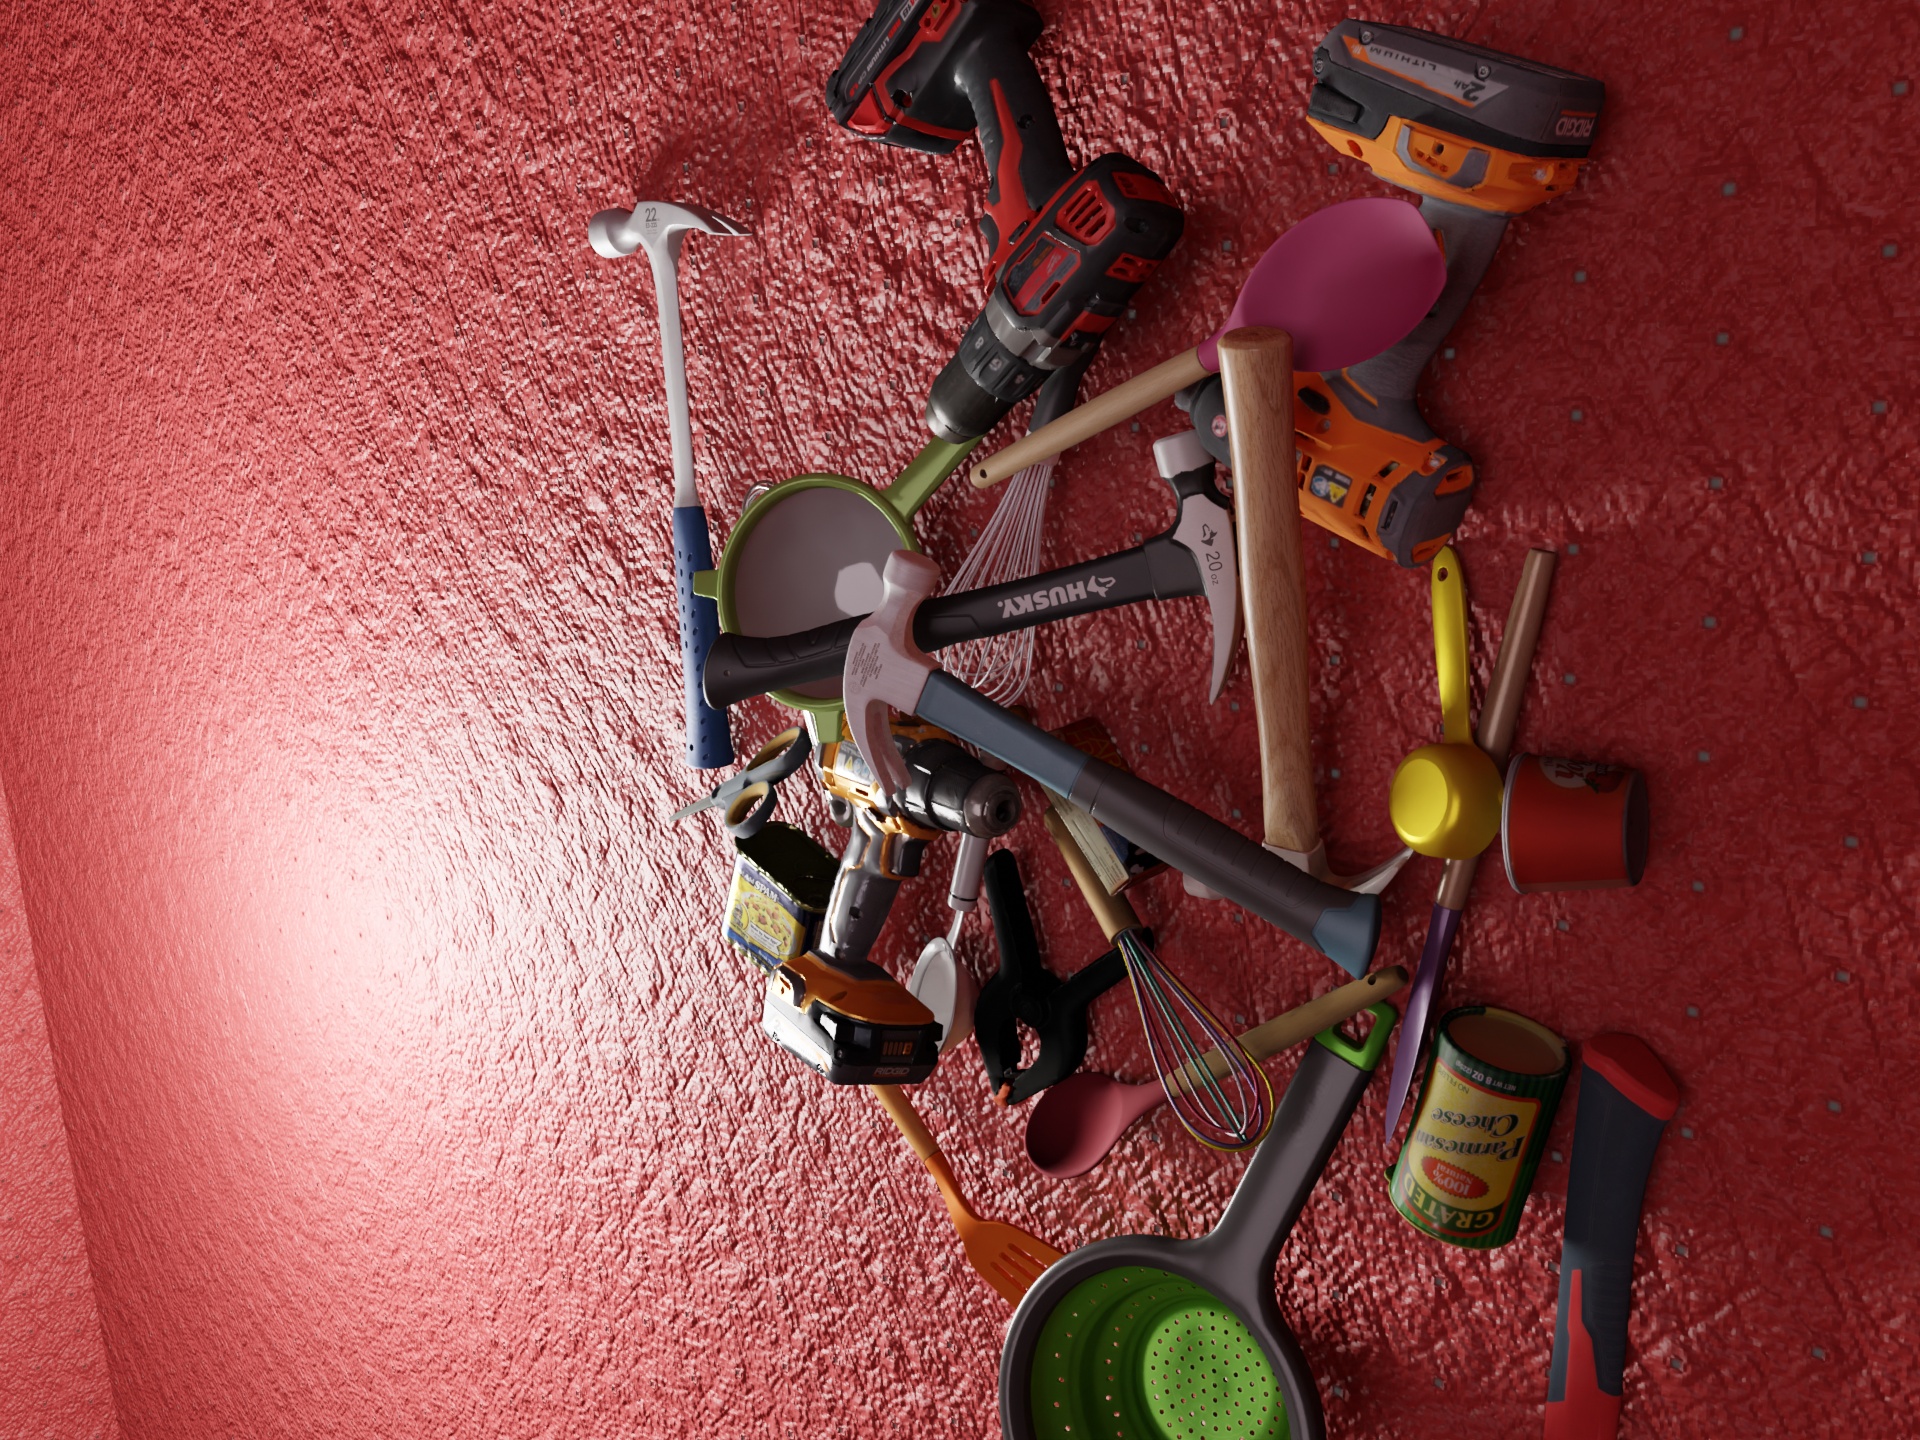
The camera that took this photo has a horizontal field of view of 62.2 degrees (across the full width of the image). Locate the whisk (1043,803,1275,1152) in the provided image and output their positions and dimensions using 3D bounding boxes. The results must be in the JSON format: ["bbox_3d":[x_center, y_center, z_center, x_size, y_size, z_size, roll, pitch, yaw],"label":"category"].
[{"bbox_3d":[0.109,0.140,0.913,0.047,0.051,0.245,-41,51,16],"label":"whisk"}]

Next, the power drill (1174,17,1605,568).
[{"bbox_3d":[0.191,-0.206,0.760,0.164,0.084,0.226,34,125,32],"label":"power drill"}]

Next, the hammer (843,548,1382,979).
[{"bbox_3d":[0.077,0.037,0.859,0.331,0.033,0.128,30,111,17],"label":"hammer"}]

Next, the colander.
[{"bbox_3d":[0.164,0.331,0.927,0.205,0.094,0.397,31,102,33],"label":"colander"}]

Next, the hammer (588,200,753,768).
[{"bbox_3d":[-0.194,-0.165,1.146,0.144,0.035,0.405,7,105,41],"label":"hammer"}]

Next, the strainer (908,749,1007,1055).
[{"bbox_3d":[0.002,0.125,1.040,0.087,0.050,0.258,-130,49,-64],"label":"strainer"}]

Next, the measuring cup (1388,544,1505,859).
[{"bbox_3d":[0.233,-0.010,0.779,0.062,0.029,0.156,-15,74,63],"label":"measuring cup"}]

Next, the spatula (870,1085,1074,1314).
[{"bbox_3d":[-0.027,0.285,1.121,0.323,0.041,0.081,51,130,25],"label":"spatula"}]

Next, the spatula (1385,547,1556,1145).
[{"bbox_3d":[0.251,0.069,0.796,0.018,0.060,0.316,13,105,11],"label":"spatula"}]

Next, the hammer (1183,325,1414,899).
[{"bbox_3d":[0.163,-0.033,0.802,0.130,0.031,0.331,12,126,34],"label":"hammer"}]

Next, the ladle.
[{"bbox_3d":[0.140,0.202,0.921,0.315,0.031,0.069,-40,35,44],"label":"ladle"}]

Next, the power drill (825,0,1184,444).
[{"bbox_3d":[0.010,-0.285,0.882,0.188,0.080,0.227,-43,64,40],"label":"power drill"}]

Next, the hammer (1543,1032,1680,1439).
[{"bbox_3d":[0.307,0.341,0.821,0.143,0.038,0.386,12,108,42],"label":"hammer"}]

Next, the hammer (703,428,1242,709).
[{"bbox_3d":[0.000,-0.053,0.917,0.335,0.035,0.146,-13,96,20],"label":"hammer"}]

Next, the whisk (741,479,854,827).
[{"bbox_3d":[-0.106,-0.044,1.090,0.058,0.059,0.246,-9,100,35],"label":"whisk"}]

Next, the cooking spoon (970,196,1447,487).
[{"bbox_3d":[0.106,-0.173,0.797,0.319,0.017,0.068,-19,102,50],"label":"cooking spoon"}]

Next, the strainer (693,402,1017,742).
[{"bbox_3d":[-0.043,-0.118,1.008,0.256,0.069,0.151,-46,75,18],"label":"strainer"}]

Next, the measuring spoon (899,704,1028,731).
[{"bbox_3d":[-0.002,-0.003,1.022,0.117,0.011,0.021,4,79,46],"label":"measuring spoon"}]

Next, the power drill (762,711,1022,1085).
[{"bbox_3d":[-0.041,0.114,1.006,0.185,0.084,0.226,17,97,54],"label":"power drill"}]

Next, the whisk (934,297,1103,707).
[{"bbox_3d":[0.040,-0.130,0.935,0.070,0.070,0.284,32,115,32],"label":"whisk"}]
